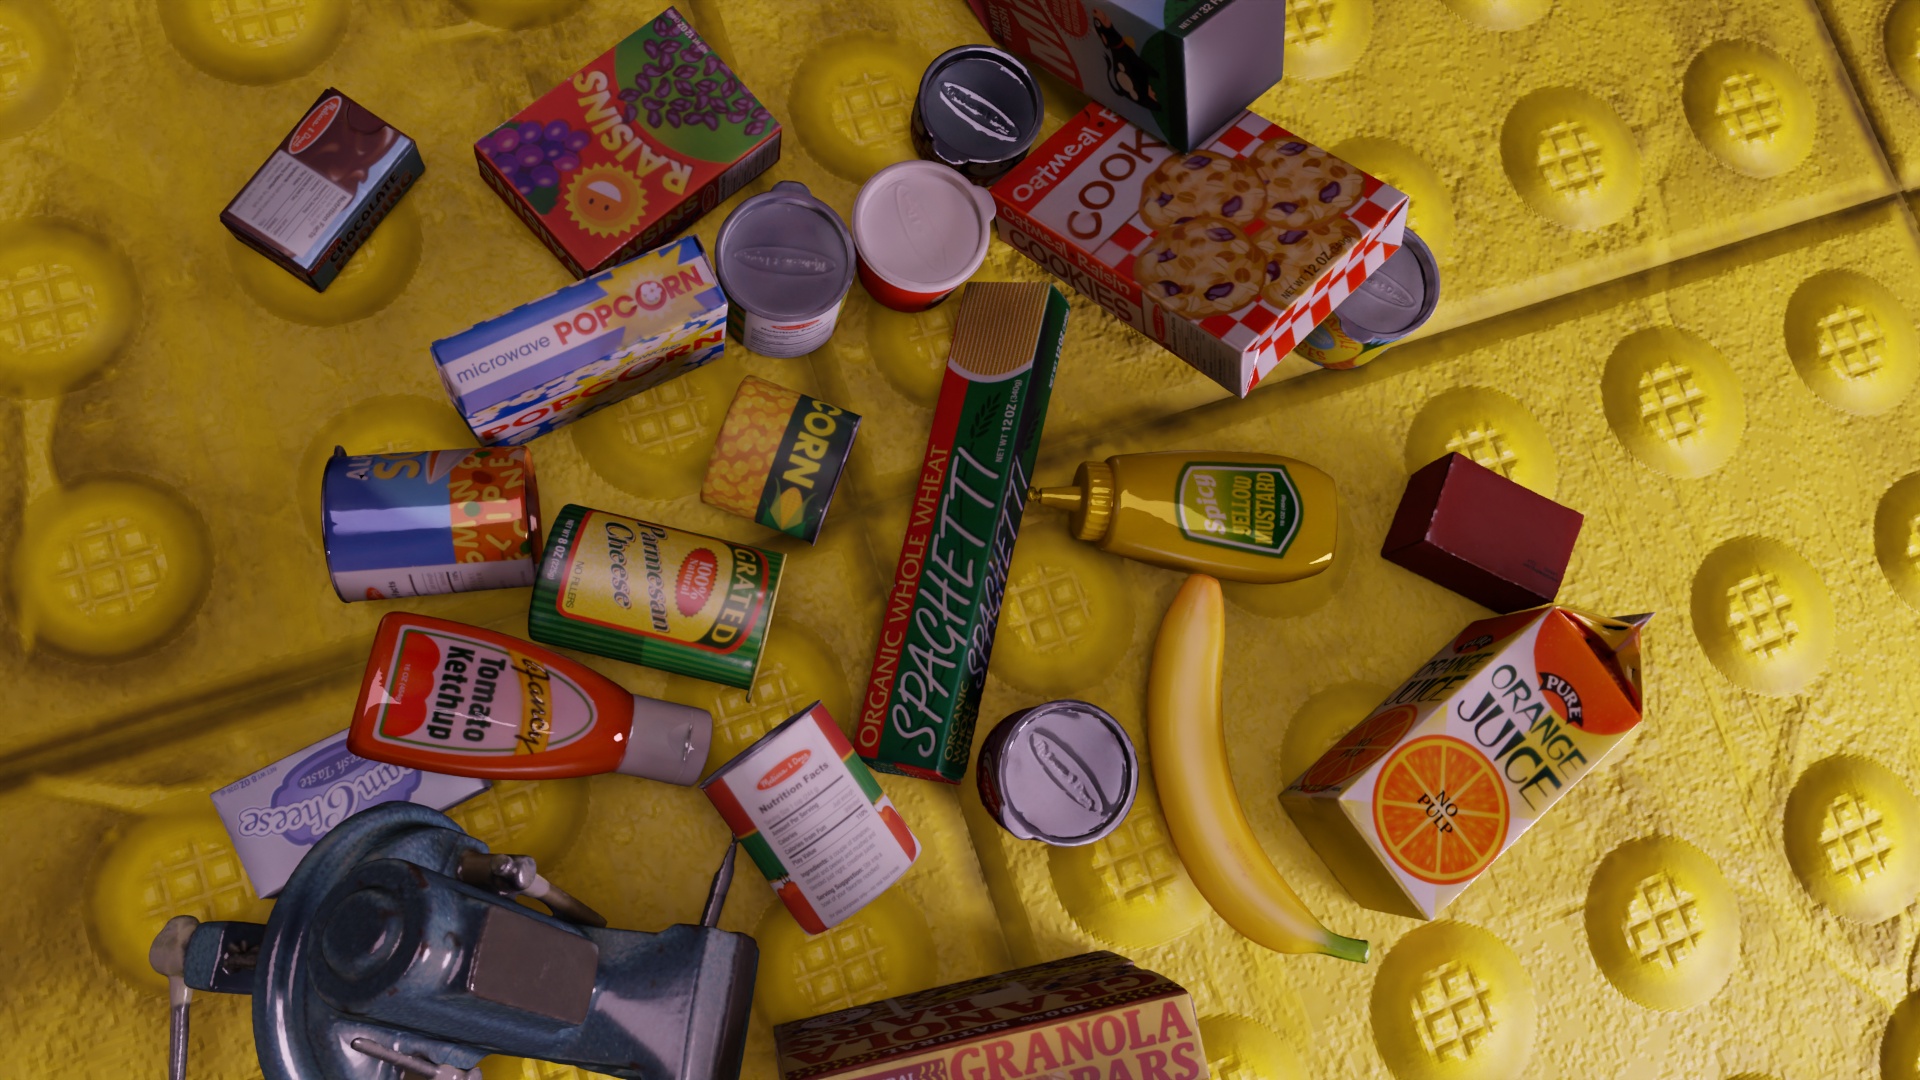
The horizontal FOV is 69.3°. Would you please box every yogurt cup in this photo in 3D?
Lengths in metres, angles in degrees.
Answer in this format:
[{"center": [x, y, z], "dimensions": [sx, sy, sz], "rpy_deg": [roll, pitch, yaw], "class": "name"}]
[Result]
[{"center": [-0.023, -0.149, 0.696], "dimensions": [0.072, 0.054, 0.072], "rpy_deg": [2, 79, -10], "class": "yogurt cup"}]

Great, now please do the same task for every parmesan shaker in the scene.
[{"center": [-0.138, 0.028, 0.635], "dimensions": [0.103, 0.071, 0.071], "rpy_deg": [14, 78, -7], "class": "parmesan shaker"}]

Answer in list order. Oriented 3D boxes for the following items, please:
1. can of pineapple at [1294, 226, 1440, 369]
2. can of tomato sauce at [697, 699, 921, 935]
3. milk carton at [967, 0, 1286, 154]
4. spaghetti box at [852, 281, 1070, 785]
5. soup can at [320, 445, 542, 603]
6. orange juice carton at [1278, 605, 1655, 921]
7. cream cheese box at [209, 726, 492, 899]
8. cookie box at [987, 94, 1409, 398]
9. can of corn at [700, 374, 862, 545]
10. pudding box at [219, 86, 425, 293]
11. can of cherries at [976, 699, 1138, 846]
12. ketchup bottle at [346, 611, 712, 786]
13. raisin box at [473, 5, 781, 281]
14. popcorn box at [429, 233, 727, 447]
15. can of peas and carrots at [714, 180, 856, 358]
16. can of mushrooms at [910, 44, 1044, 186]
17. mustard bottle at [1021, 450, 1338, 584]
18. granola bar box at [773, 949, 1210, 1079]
[{"center": [0.207, -0.128, 0.731], "dimensions": [0.071, 0.057, 0.071], "rpy_deg": [2, 79, -9], "class": "can of pineapple"}, {"center": [-0.067, 0.125, 0.630], "dimensions": [0.071, 0.071, 0.083], "rpy_deg": [-35, 90, -14], "class": "can of tomato sauce"}, {"center": [0.070, -0.283, 0.709], "dimensions": [0.072, 0.073, 0.191], "rpy_deg": [-40, 59, -14], "class": "milk carton"}, {"center": [0.002, -0.008, 0.676], "dimensions": [0.050, 0.028, 0.250], "rpy_deg": [6, 75, 29], "class": "spaghetti box"}, {"center": [-0.236, -0.011, 0.626], "dimensions": [0.084, 0.071, 0.071], "rpy_deg": [-5, 80, -12], "class": "soup can"}, {"center": [0.260, 0.096, 0.691], "dimensions": [0.193, 0.071, 0.073], "rpy_deg": [-37, 88, -14], "class": "orange juice carton"}, {"center": [-0.269, 0.111, 0.618], "dimensions": [0.104, 0.024, 0.053], "rpy_deg": [-27, 86, -14], "class": "cream cheese box"}, {"center": [0.116, -0.163, 0.696], "dimensions": [0.123, 0.040, 0.168], "rpy_deg": [-43, 62, -15], "class": "cookie box"}, {"center": [-0.084, -0.040, 0.656], "dimensions": [0.058, 0.071, 0.071], "rpy_deg": [21, 77, -5], "class": "can of corn"}, {"center": [-0.302, -0.167, 0.663], "dimensions": [0.049, 0.030, 0.084], "rpy_deg": [32, 75, -2], "class": "pudding box"}, {"center": [0.042, 0.111, 0.656], "dimensions": [0.071, 0.058, 0.071], "rpy_deg": [2, 80, -10], "class": "can of cherries"}, {"center": [-0.186, 0.078, 0.614], "dimensions": [0.149, 0.043, 0.065], "rpy_deg": [16, 71, -23], "class": "ketchup bottle"}, {"center": [-0.163, -0.193, 0.688], "dimensions": [0.124, 0.040, 0.086], "rpy_deg": [-42, 89, -16], "class": "raisin box"}, {"center": [-0.172, -0.088, 0.642], "dimensions": [0.127, 0.085, 0.038], "rpy_deg": [-27, 86, -14], "class": "popcorn box"}, {"center": [-0.087, -0.131, 0.679], "dimensions": [0.071, 0.058, 0.071], "rpy_deg": [2, 79, -10], "class": "can of peas and carrots"}, {"center": [0.007, -0.220, 0.726], "dimensions": [0.071, 0.033, 0.071], "rpy_deg": [2, 79, -10], "class": "can of mushrooms"}, {"center": [0.107, -0.015, 0.696], "dimensions": [0.160, 0.048, 0.065], "rpy_deg": [5, 77, -9], "class": "mustard bottle"}, {"center": [0.006, 0.218, 0.595], "dimensions": [0.166, 0.124, 0.039], "rpy_deg": [-9, 83, -12], "class": "granola bar box"}]
